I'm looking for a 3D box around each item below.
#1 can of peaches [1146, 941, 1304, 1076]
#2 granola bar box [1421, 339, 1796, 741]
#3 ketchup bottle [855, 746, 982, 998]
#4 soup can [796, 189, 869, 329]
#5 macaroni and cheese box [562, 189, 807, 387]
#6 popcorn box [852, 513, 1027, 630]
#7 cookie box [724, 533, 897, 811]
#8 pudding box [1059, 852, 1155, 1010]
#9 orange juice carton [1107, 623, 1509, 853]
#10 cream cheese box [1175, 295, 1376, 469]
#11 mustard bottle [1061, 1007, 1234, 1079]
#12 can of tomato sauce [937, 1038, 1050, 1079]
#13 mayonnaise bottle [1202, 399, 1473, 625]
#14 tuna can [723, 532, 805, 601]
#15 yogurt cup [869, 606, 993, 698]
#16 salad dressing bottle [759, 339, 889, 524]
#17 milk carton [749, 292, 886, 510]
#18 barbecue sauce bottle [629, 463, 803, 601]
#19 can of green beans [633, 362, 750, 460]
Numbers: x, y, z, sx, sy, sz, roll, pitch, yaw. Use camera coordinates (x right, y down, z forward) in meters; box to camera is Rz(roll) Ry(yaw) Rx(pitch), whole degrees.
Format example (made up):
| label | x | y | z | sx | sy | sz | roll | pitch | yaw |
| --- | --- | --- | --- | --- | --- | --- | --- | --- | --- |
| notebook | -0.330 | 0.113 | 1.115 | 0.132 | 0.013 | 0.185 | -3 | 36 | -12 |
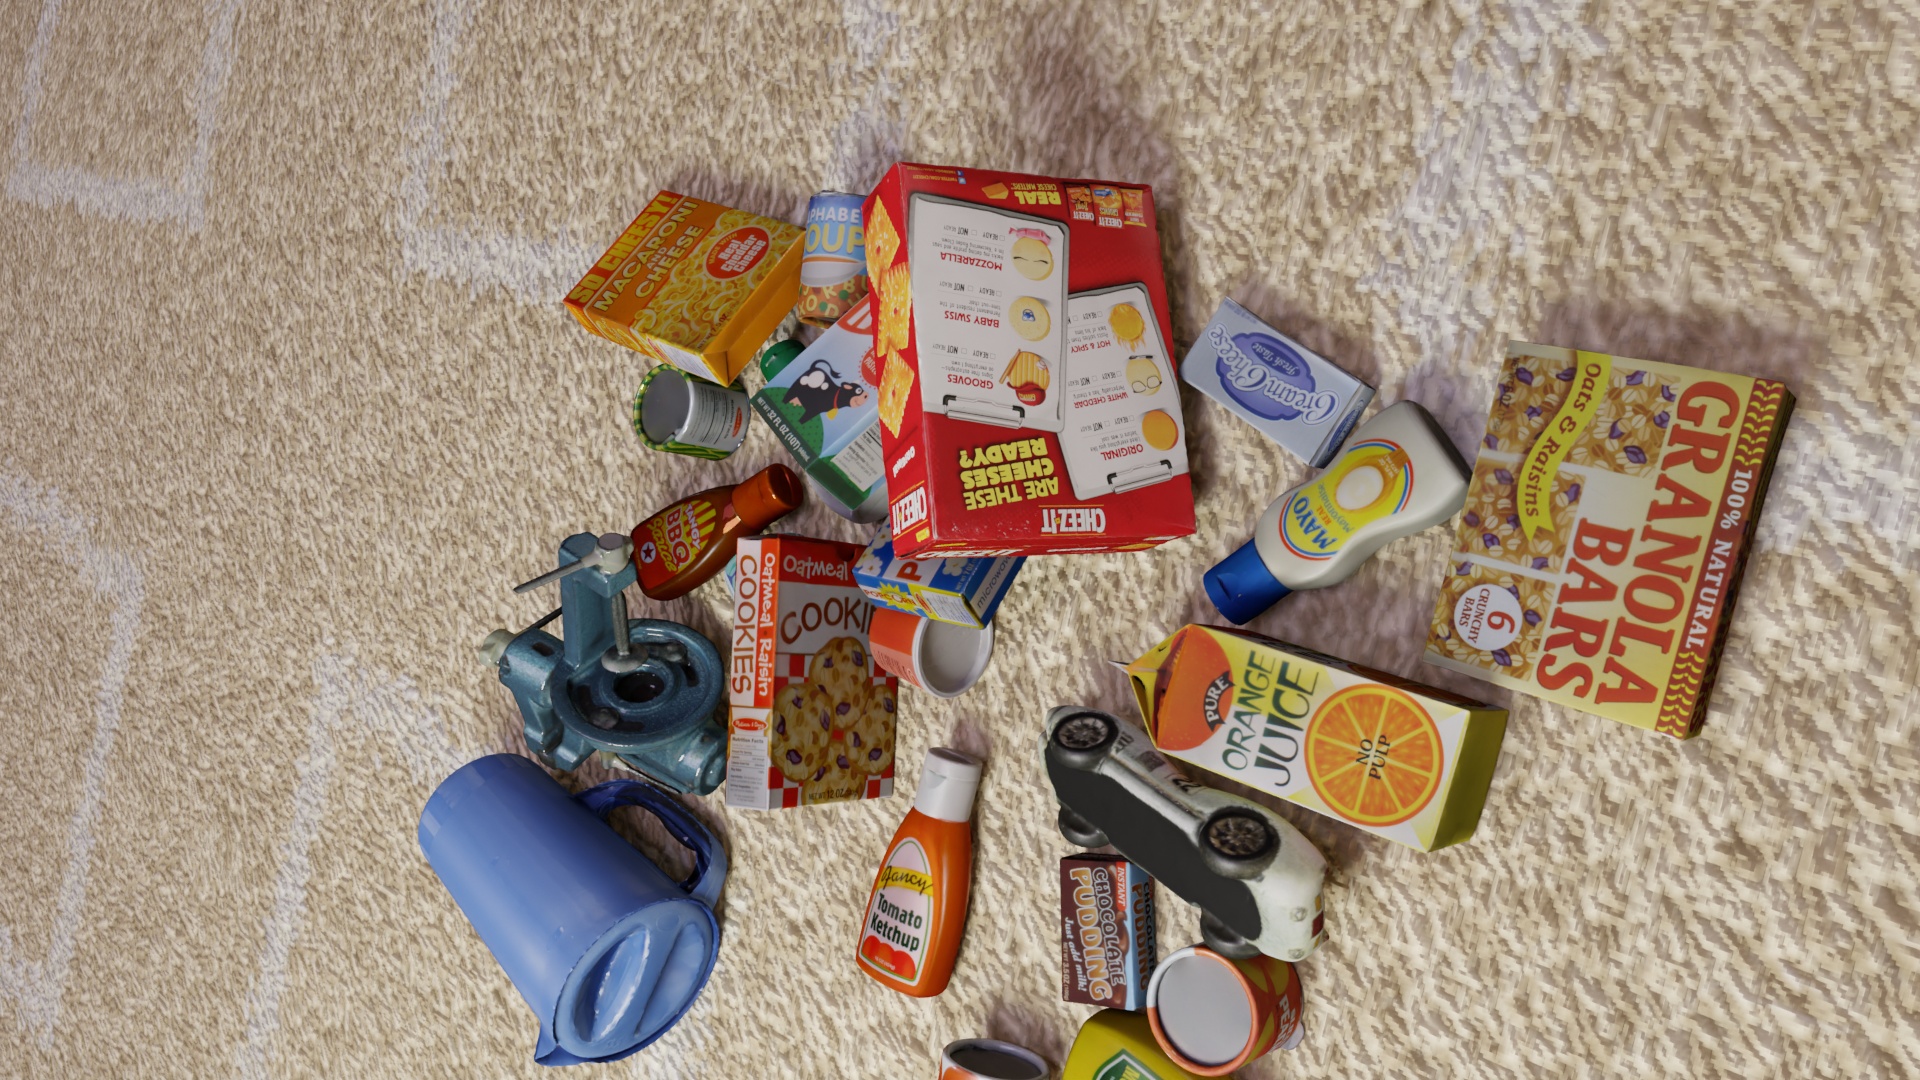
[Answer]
| label | x | y | z | sx | sy | sz | roll | pitch | yaw |
| --- | --- | --- | --- | --- | --- | --- | --- | --- | --- |
| can of peaches | 0.143 | 0.248 | 0.743 | 0.071 | 0.058 | 0.071 | -5 | 82 | 36 |
| granola bar box | 0.306 | -0.003 | 0.664 | 0.124 | 0.039 | 0.165 | 17 | 95 | 37 |
| ketchup bottle | -0.021 | 0.207 | 0.877 | 0.065 | 0.043 | 0.148 | 17 | 94 | 36 |
| soup can | -0.076 | -0.188 | 0.944 | 0.071 | 0.071 | 0.083 | 7 | 89 | 37 |
| macaroni and cheese box | -0.196 | -0.188 | 1.020 | 0.166 | 0.040 | 0.124 | 23 | 68 | 36 |
| popcorn box | 0.003 | -0.011 | 0.847 | 0.085 | 0.038 | 0.127 | 9 | 55 | 37 |
| cookie box | -0.091 | 0.084 | 0.892 | 0.040 | 0.123 | 0.167 | -1 | 84 | 35 |
| pudding box | 0.086 | 0.226 | 0.805 | 0.049 | 0.030 | 0.084 | -5 | 82 | 35 |
| orange juice carton | 0.174 | 0.093 | 0.729 | 0.193 | 0.072 | 0.073 | 17 | 95 | 36 |
| cream cheese box | 0.175 | -0.089 | 0.778 | 0.104 | 0.024 | 0.053 | 41 | 109 | 32 |
| mustard bottle | 0.130 | 0.317 | 0.750 | 0.160 | 0.049 | 0.065 | 24 | 102 | 36 |
| can of tomato sauce | 0.016 | 0.347 | 0.819 | 0.071 | 0.071 | 0.083 | 9 | 90 | 37 |
| mayonnaise bottle | 0.197 | -0.008 | 0.742 | 0.147 | 0.041 | 0.065 | -39 | 63 | 26 |
| tuna can | -0.126 | 0.025 | 0.961 | 0.071 | 0.071 | 0.033 | -41 | 63 | 26 |
| yogurt cup | -0.021 | 0.062 | 0.882 | 0.054 | 0.072 | 0.072 | 10 | 91 | 45 |
| salad dressing bottle | -0.091 | -0.078 | 0.961 | 0.064 | 0.044 | 0.148 | -46 | 60 | 21 |
| milk carton | -0.031 | -0.116 | 0.883 | 0.190 | 0.073 | 0.072 | -41 | 60 | 2 |
| barbecue sauce bottle | -0.179 | -0.010 | 1.017 | 0.148 | 0.044 | 0.065 | -27 | 69 | 31 |
| can of green beans | -0.200 | -0.095 | 1.033 | 0.071 | 0.058 | 0.071 | -4 | 82 | 36 |
